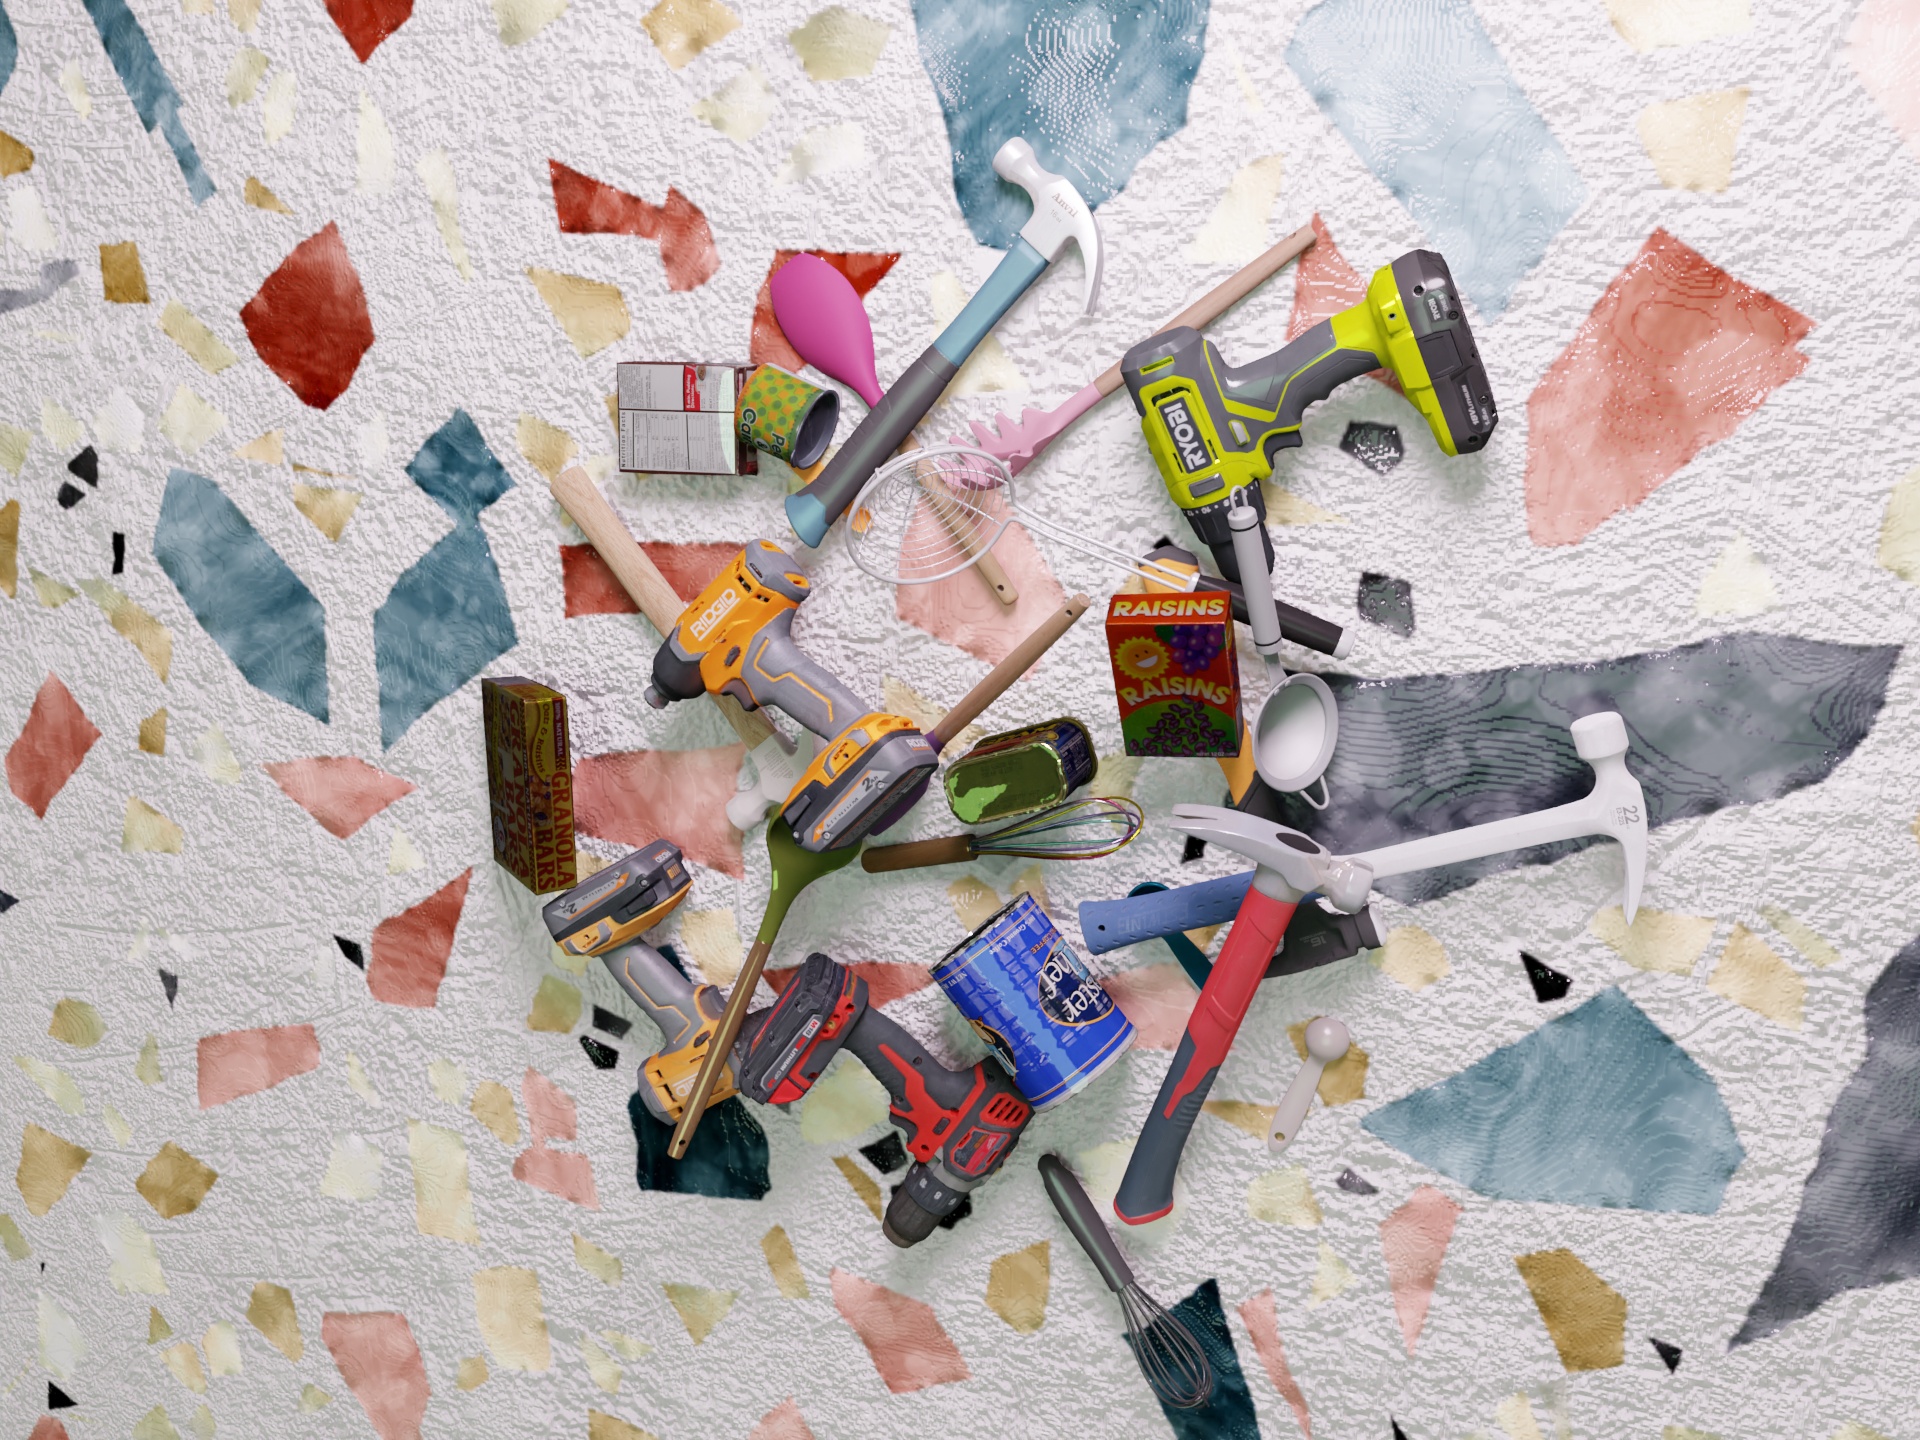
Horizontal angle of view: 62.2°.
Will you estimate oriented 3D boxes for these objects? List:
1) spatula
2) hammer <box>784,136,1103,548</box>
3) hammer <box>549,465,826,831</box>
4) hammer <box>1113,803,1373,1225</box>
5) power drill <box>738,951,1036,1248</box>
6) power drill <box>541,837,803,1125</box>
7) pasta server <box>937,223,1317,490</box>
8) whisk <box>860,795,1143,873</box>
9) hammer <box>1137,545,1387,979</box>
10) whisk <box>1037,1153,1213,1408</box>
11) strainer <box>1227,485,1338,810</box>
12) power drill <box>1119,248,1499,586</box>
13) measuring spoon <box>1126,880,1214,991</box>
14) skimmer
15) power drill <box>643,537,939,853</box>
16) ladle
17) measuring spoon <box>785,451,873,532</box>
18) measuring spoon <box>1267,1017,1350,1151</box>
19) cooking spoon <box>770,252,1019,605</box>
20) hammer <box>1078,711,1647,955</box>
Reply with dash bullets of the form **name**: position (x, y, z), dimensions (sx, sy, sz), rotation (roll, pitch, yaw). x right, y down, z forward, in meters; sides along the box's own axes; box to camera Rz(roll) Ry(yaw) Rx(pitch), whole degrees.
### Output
- **spatula**: position (-0.002, -0.004, 1.218), dimensions (0.060, 0.018, 0.316), rotation (50, 130, 3)
- **hammer**: position (-0.021, -0.264, 1.194), dimensions (0.128, 0.033, 0.331), rotation (44, 106, 6)
- **hammer**: position (-0.229, -0.074, 1.320), dimensions (0.130, 0.031, 0.331), rotation (-38, 87, 22)
- **hammer**: position (0.169, 0.235, 1.191), dimensions (0.143, 0.038, 0.386), rotation (20, 122, 6)
- **power drill**: position (-0.069, 0.316, 1.297), dimensions (0.226, 0.080, 0.188), rotation (33, 104, -9)
- **power drill**: position (-0.229, 0.216, 1.357), dimensions (0.185, 0.084, 0.226), rotation (-28, 95, 17)
- **pasta server**: position (0.119, -0.262, 1.158), dimensions (0.316, 0.060, 0.040), rotation (-34, 132, 20)
- **whisk**: position (0.031, 0.095, 1.266), dimensions (0.245, 0.051, 0.047), rotation (-10, 77, 25)
- **hammer**: position (0.201, 0.032, 1.194), dimensions (0.127, 0.034, 0.337), rotation (-20, 94, 20)
- **whisk**: position (0.133, 0.459, 1.303), dimensions (0.055, 0.055, 0.239), rotation (-35, 84, 22)
- **strainer**: position (0.215, -0.048, 1.106), dimensions (0.050, 0.087, 0.258), rotation (23, 140, 49)
- **power drill**: position (0.245, -0.206, 1.100), dimensions (0.228, 0.080, 0.190), rotation (-19, 110, 23)
- **measuring spoon**: position (0.177, 0.176, 1.245), dimensions (0.042, 0.021, 0.128), rotation (-36, 98, 21)
- **skimmer**: position (0.100, -0.099, 1.129), dimensions (0.363, 0.090, 0.127), rotation (22, 135, 5)
- **power drill**: position (-0.142, -0.007, 1.237), dimensions (0.164, 0.084, 0.226), rotation (-43, 76, 16)
- **ladle**: position (-0.167, 0.207, 1.289), dimensions (0.078, 0.062, 0.320), rotation (24, 85, -19)
- **measuring spoon**: position (-0.111, -0.193, 1.268), dimensions (0.117, 0.011, 0.021), rotation (45, 104, 9)
- **measuring spoon**: position (0.266, 0.287, 1.233), dimensions (0.034, 0.018, 0.124), rotation (24, 109, 12)
- **cooking spoon**: position (-0.048, -0.223, 1.233), dimensions (0.068, 0.017, 0.319), rotation (-35, 88, 23)
- **hammer**: position (0.283, 0.114, 1.147), dimensions (0.405, 0.035, 0.144), rotation (-16, 95, 19)
